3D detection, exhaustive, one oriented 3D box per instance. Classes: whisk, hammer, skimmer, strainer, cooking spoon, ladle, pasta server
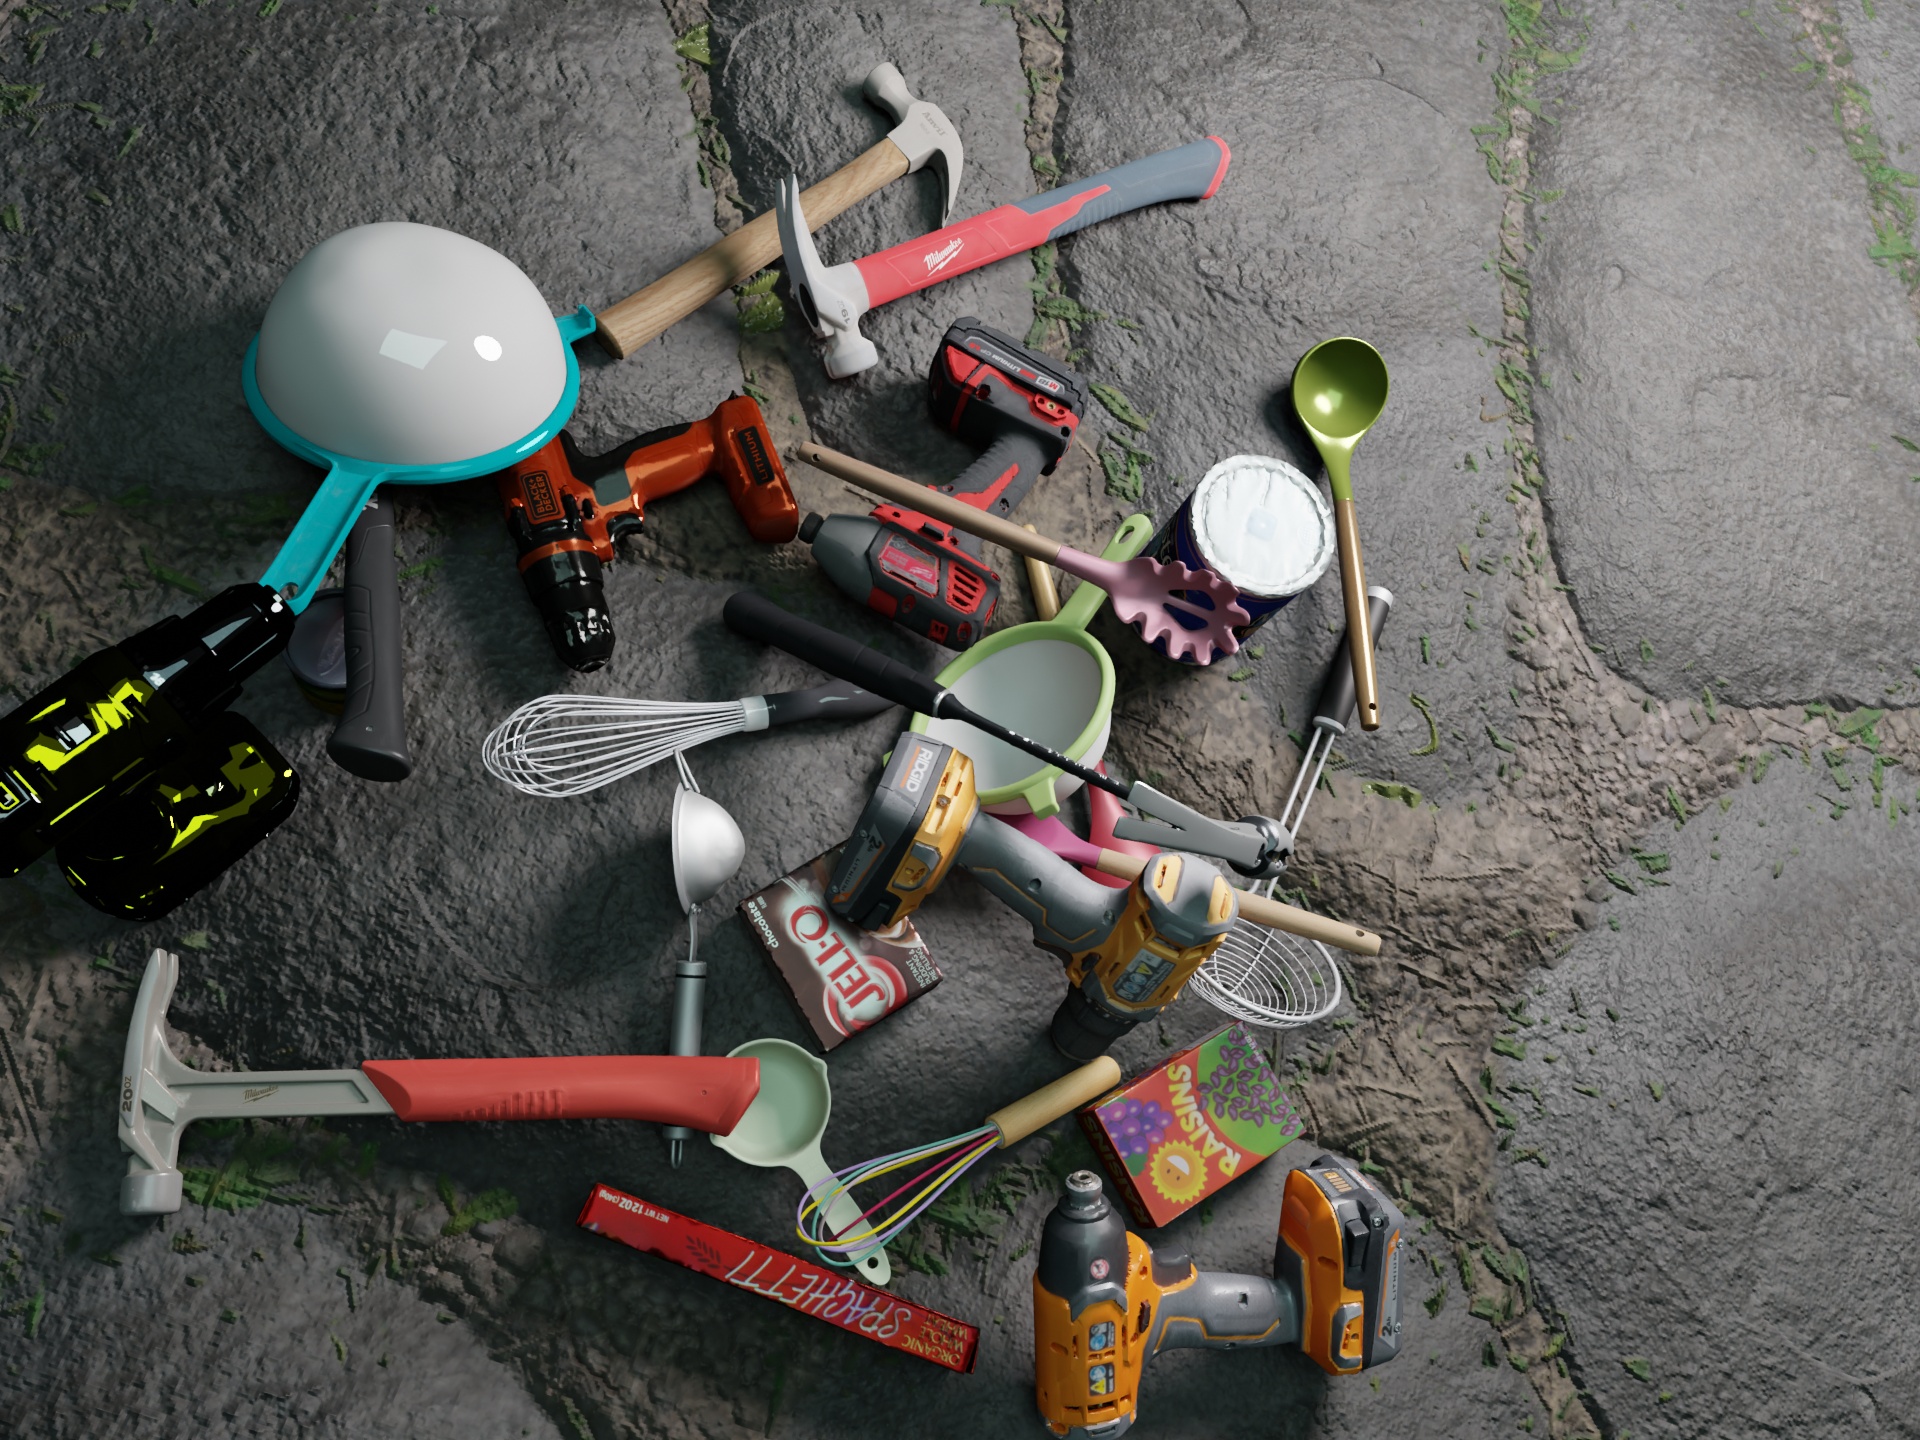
[{"bbox_3d":[0.007,0.266,0.981,0.245,0.047,0.051,-20,81,-33],"label":"whisk"},{"bbox_3d":[-0.298,0.207,0.930,0.359,0.036,0.149,0,73,-6],"label":"hammer"},{"bbox_3d":[0.247,0.045,1.105,0.127,0.090,0.363,26,68,2],"label":"skimmer"},{"bbox_3d":[-0.359,-0.207,0.975,0.211,0.095,0.341,12,47,-3],"label":"strainer"},{"bbox_3d":[0.115,0.099,1.038,0.319,0.017,0.069,17,37,14],"label":"cooking spoon"},{"bbox_3d":[0.044,-0.390,1.202,0.386,0.038,0.143,-27,110,-23],"label":"hammer"},{"bbox_3d":[0.290,-0.143,1.173,0.078,0.062,0.320,5,64,-9],"label":"ladle"},{"bbox_3d":[0.038,-0.118,1.041,0.316,0.040,0.060,23,103,3],"label":"pasta server"},{"bbox_3d":[0.072,-0.030,1.087,0.256,0.152,0.069,-55,134,-23],"label":"strainer"},{"bbox_3d":[-0.002,-0.003,0.964,0.409,0.149,0.036,25,95,35],"label":"hammer"},{"bbox_3d":[-0.358,-0.103,0.980,0.146,0.035,0.335,-4,53,-17],"label":"hammer"},{"bbox_3d":[-0.167,0.002,1.041,0.284,0.070,0.070,-10,75,-21],"label":"whisk"},{"bbox_3d":[-0.164,0.147,0.989,0.050,0.087,0.258,3,83,5],"label":"strainer"},{"bbox_3d":[0.087,0.006,1.115,0.069,0.031,0.316,-11,74,-14],"label":"ladle"},{"bbox_3d":[-0.130,-0.363,1.178,0.331,0.031,0.130,-40,85,-21],"label":"hammer"}]

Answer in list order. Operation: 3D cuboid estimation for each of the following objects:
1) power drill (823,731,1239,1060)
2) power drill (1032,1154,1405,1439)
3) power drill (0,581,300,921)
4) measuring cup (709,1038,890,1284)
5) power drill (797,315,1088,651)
[{"bbox_3d":[0.034,0.121,0.986,0.226,0.185,0.084,25,44,-3],"label":"power drill"},{"bbox_3d":[0.152,0.336,0.968,0.226,0.084,0.164,-7,105,-15],"label":"power drill"},{"bbox_3d":[-0.439,0.021,0.873,0.080,0.228,0.190,46,68,3],"label":"power drill"},{"bbox_3d":[-0.095,0.274,0.980,0.083,0.038,0.167,-32,85,-20],"label":"measuring cup"},{"bbox_3d":[-0.011,-0.166,1.112,0.143,0.078,0.220,27,67,0],"label":"power drill"}]
